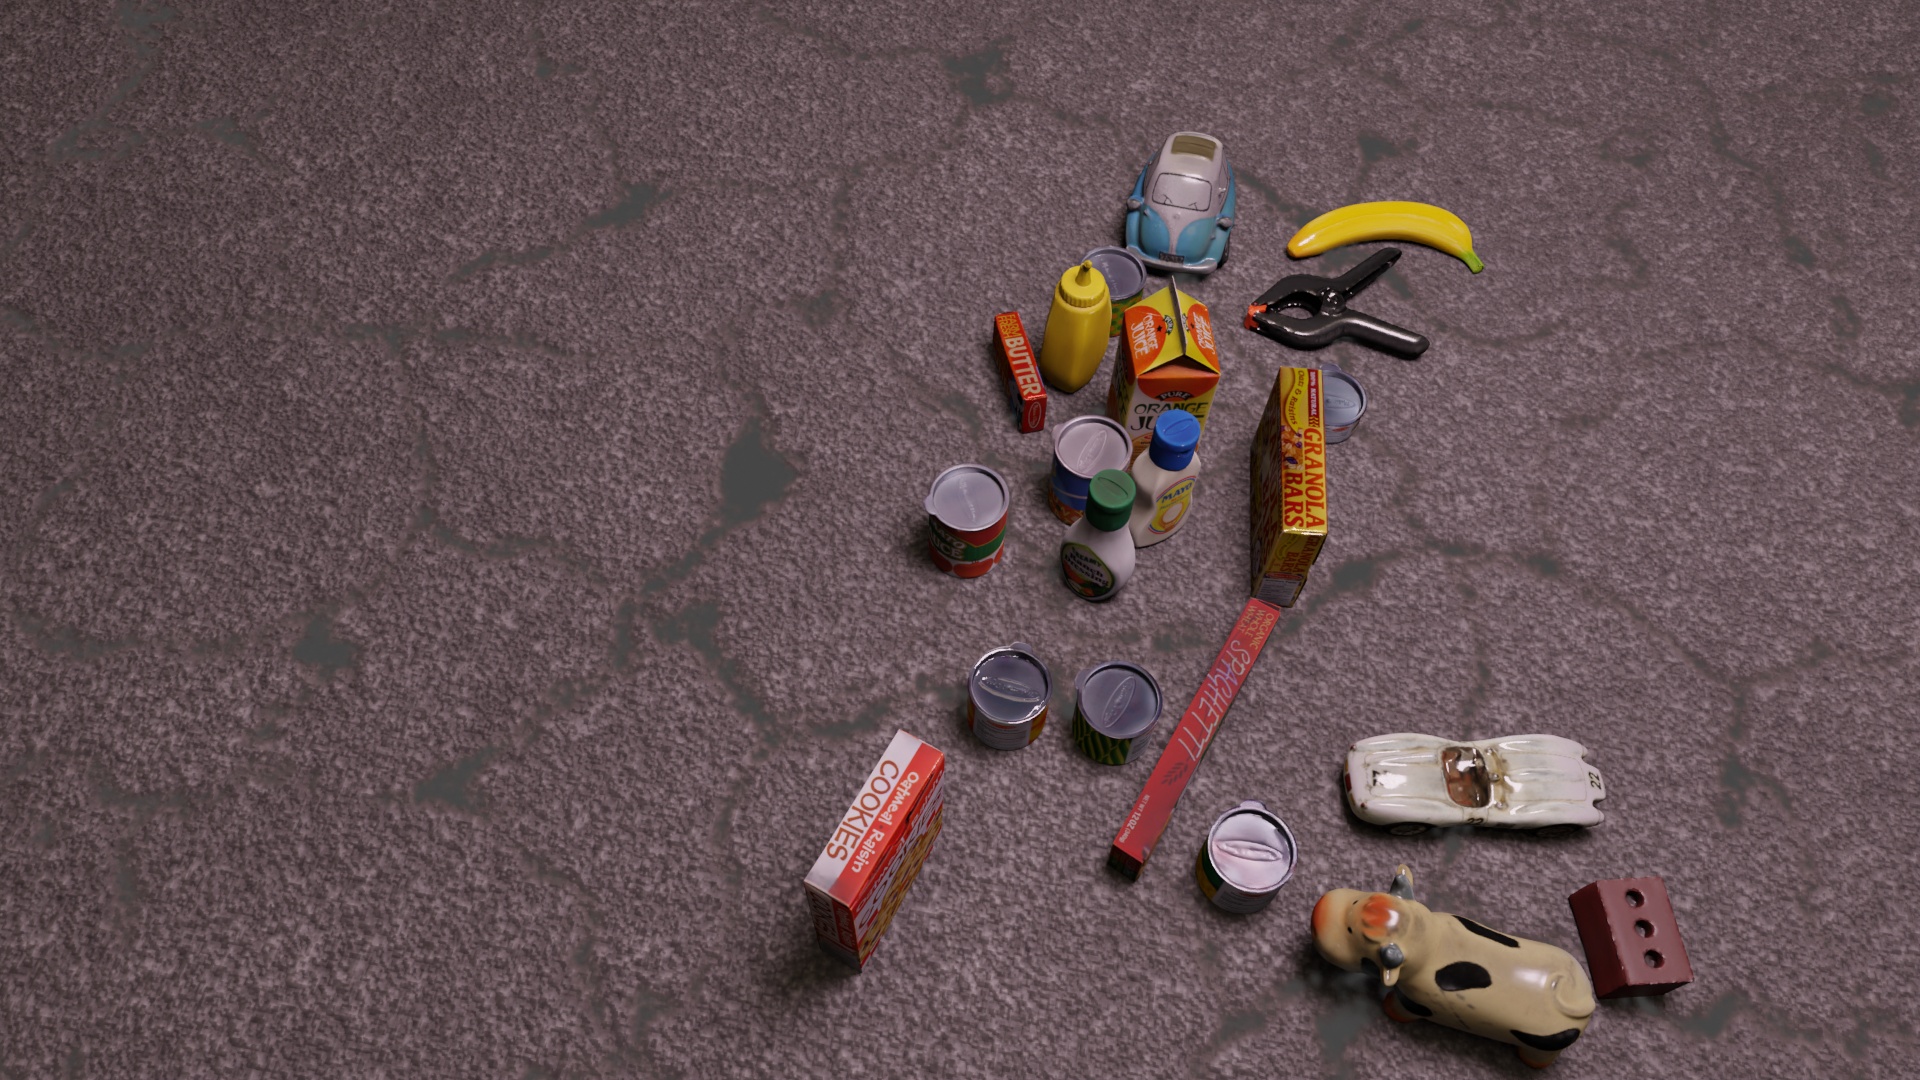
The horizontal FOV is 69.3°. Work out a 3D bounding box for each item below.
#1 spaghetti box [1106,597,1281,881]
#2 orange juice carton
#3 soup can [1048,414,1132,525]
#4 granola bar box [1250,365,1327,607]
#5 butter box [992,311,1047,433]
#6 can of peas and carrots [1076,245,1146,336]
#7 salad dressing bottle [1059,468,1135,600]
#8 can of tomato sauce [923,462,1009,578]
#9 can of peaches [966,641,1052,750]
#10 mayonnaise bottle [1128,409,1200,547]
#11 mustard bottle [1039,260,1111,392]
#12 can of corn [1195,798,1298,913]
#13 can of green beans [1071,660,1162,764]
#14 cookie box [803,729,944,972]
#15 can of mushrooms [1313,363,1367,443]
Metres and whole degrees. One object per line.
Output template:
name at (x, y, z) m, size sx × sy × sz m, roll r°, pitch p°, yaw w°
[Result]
spaghetti box at (0.186, 0.152, 1.096) m, size 0.029 × 0.050 × 0.251 m, roll 28°, pitch 62°, yaw 14°
orange juice carton at (0.172, -0.136, 1.186) m, size 0.073 × 0.191 × 0.072 m, roll -2°, pitch 59°, yaw -3°
soup can at (0.109, -0.060, 1.201) m, size 0.071 × 0.083 × 0.071 m, roll 1°, pitch 59°, yaw -1°
granola bar box at (0.276, -0.045, 1.174) m, size 0.039 × 0.123 × 0.166 m, roll 6°, pitch 59°, yaw 2°
butter box at (0.054, -0.155, 1.275) m, size 0.024 × 0.053 × 0.104 m, roll -11°, pitch 60°, yaw -8°
can of peas and carrots at (0.138, -0.236, 1.323) m, size 0.071 × 0.058 × 0.071 m, roll 1°, pitch 59°, yaw -1°
salad dressing bottle at (0.115, -0.004, 1.131) m, size 0.064 × 0.147 × 0.044 m, roll 35°, pitch 64°, yaw 17°
can of tomato sauce at (0.004, -0.015, 1.171) m, size 0.071 × 0.082 × 0.071 m, roll 1°, pitch 59°, yaw -1°
can of peaches at (0.039, 0.124, 1.103) m, size 0.071 × 0.057 × 0.071 m, roll 1°, pitch 59°, yaw -1°
mayonnaise bottle at (0.170, -0.052, 1.161) m, size 0.065 × 0.147 × 0.041 m, roll -27°, pitch 64°, yaw -17°
mustard bottle at (0.106, -0.200, 1.241) m, size 0.049 × 0.159 × 0.065 m, roll 33°, pitch 64°, yaw 17°
can of corn at (0.213, 0.237, 1.040) m, size 0.071 × 0.058 × 0.071 m, roll 1°, pitch 59°, yaw -1°
can of green beans at (0.123, 0.137, 1.098) m, size 0.071 × 0.057 × 0.071 m, roll 1°, pitch 59°, yaw -1°
cookie box at (-0.056, 0.222, 0.977) m, size 0.040 × 0.166 × 0.123 m, roll 26°, pitch 62°, yaw 13°
can of mushrooms at (0.337, -0.126, 1.278) m, size 0.071 × 0.033 × 0.071 m, roll 1°, pitch 59°, yaw -1°
